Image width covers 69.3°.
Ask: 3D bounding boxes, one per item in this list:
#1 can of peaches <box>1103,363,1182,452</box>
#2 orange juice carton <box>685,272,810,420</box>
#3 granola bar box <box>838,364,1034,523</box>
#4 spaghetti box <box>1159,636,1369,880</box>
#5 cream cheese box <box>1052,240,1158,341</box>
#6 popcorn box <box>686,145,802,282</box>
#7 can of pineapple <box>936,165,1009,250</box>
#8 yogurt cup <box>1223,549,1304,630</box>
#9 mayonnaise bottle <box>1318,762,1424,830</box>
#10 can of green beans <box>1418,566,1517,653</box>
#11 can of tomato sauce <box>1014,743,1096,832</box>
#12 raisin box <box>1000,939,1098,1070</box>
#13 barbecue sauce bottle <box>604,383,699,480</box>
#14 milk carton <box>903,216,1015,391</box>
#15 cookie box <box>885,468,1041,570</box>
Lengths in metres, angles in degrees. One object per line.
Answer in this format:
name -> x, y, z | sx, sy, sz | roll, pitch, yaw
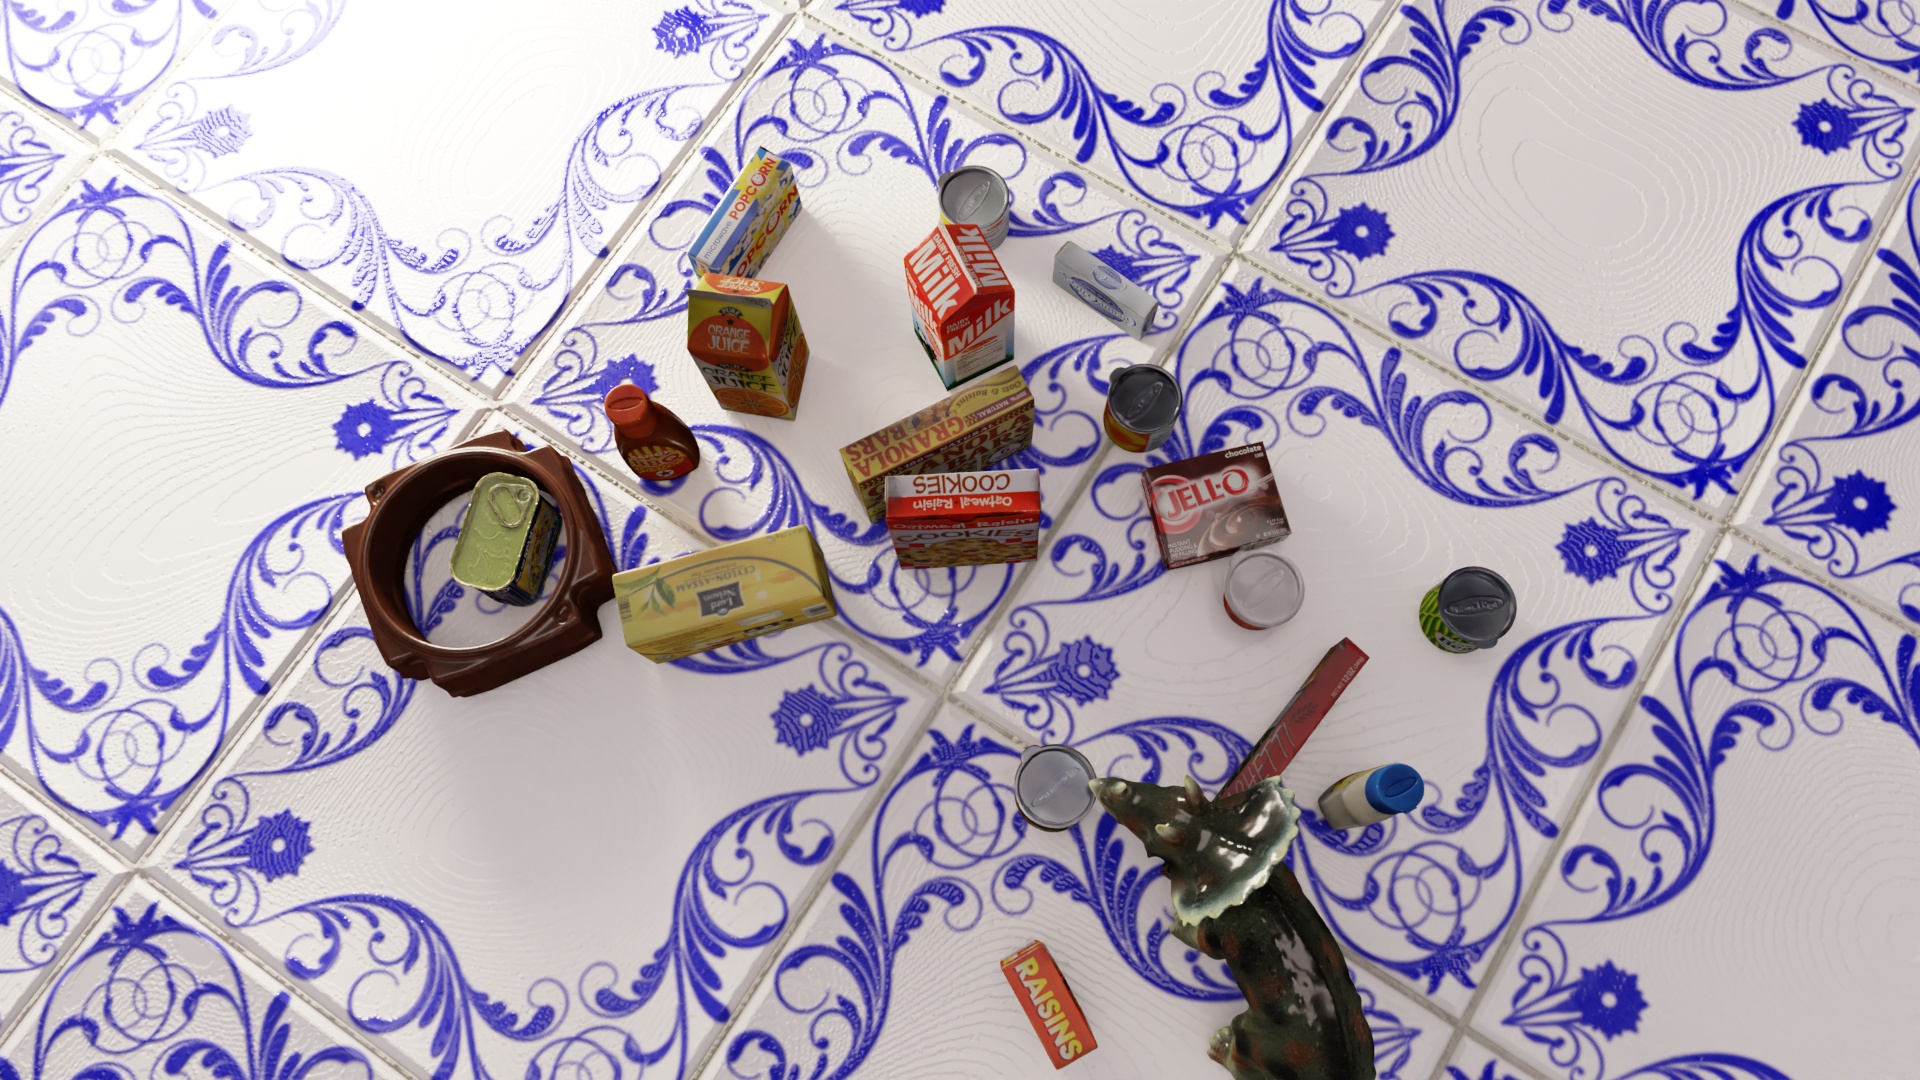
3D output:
can of peaches -> 0.161, -0.119, 1.246 | 0.071, 0.058, 0.071 | 0, 75, 1
orange juice carton -> -0.183, -0.172, 1.200 | 0.072, 0.192, 0.073 | 9, 76, 4
granola bar box -> -0.017, -0.080, 1.205 | 0.166, 0.124, 0.039 | -26, 76, -5
spaghetti box -> 0.254, 0.187, 1.163 | 0.029, 0.050, 0.250 | 38, 79, 11
cream cheese box -> 0.133, -0.229, 1.279 | 0.104, 0.053, 0.024 | 37, 79, 10
popcorn box -> -0.199, -0.289, 1.288 | 0.038, 0.085, 0.127 | 29, 77, 9
can of pineapple -> 0.012, -0.310, 1.302 | 0.071, 0.057, 0.071 | 0, 75, 1
yogurt cup -> 0.258, 0.046, 1.200 | 0.072, 0.054, 0.072 | 0, 75, 1
mayonnaise bottle -> 0.331, 0.202, 1.106 | 0.065, 0.147, 0.041 | -27, 76, -5
can of green beans -> 0.433, 0.061, 1.189 | 0.071, 0.057, 0.071 | 0, 75, 1
can of tomato sauce -> 0.076, 0.205, 1.145 | 0.071, 0.083, 0.071 | 0, 75, 2
raisin box -> 0.068, 0.359, 1.082 | 0.040, 0.123, 0.086 | -28, 76, -6
barbecue sauce bottle -> -0.271, -0.094, 1.203 | 0.065, 0.148, 0.044 | -10, 75, -1
milk carton -> 0.000, -0.207, 1.206 | 0.073, 0.190, 0.072 | -26, 76, -5
cookie box -> 0.004, -0.015, 1.164 | 0.123, 0.167, 0.040 | -3, 75, 1
